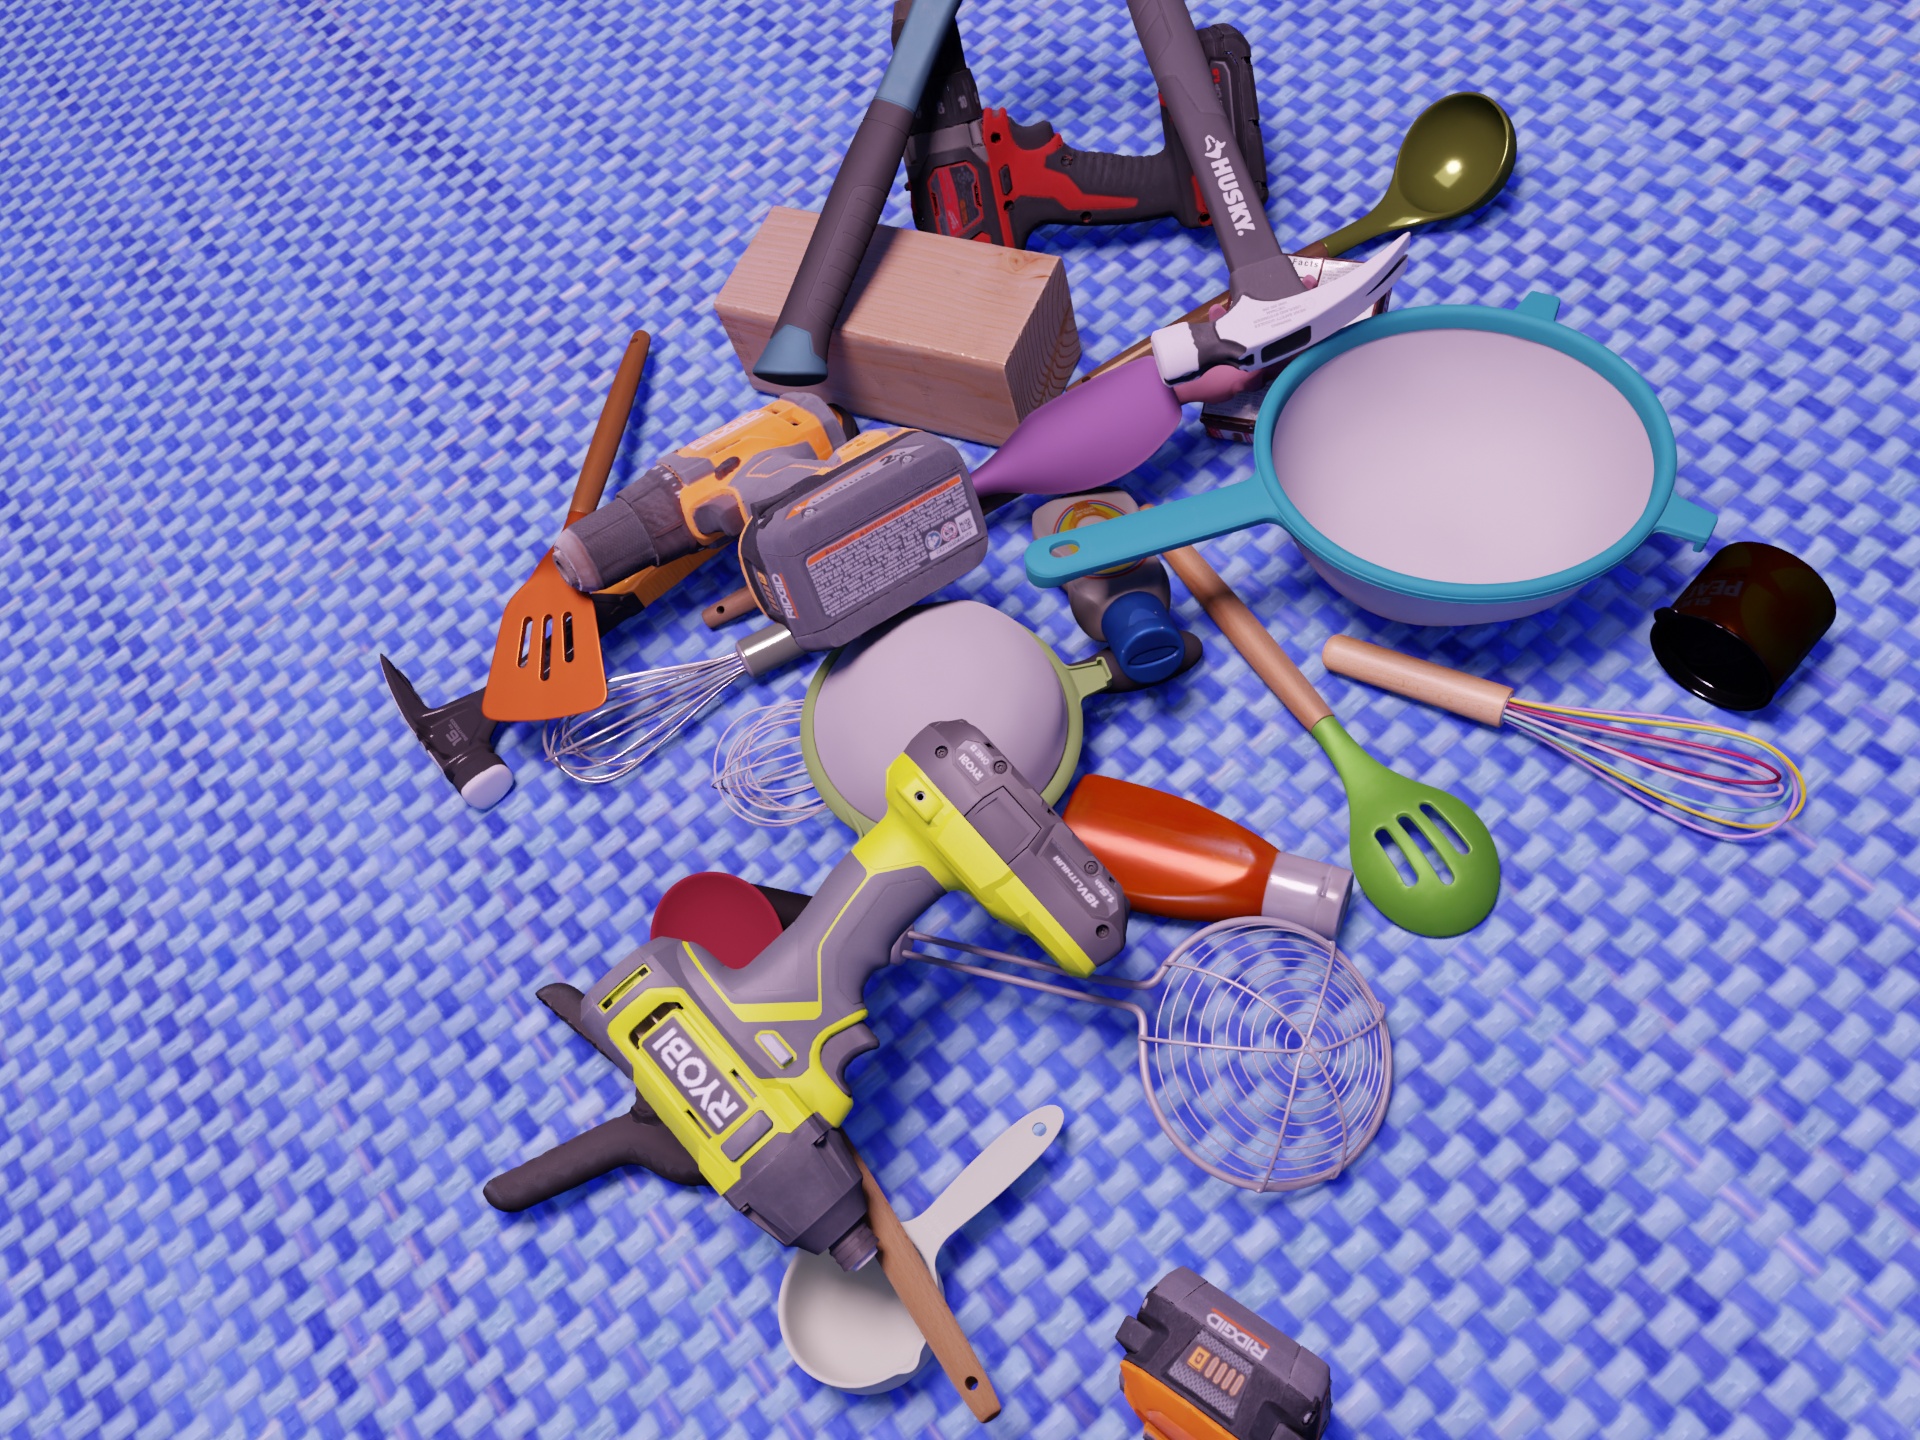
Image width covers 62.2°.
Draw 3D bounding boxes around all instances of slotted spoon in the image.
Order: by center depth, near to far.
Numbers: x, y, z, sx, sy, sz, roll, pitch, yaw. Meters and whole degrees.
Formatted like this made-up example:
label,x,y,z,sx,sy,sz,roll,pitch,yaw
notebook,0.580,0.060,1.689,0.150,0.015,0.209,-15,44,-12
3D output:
label,x,y,z,sx,sy,sz,roll,pitch,yaw
slotted spoon,0.180,-0.015,0.863,0.070,0.031,0.314,-32,57,-2

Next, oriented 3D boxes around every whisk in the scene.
label,x,y,z,sx,sy,sz,roll,pitch,yaw
whisk,0.303,-0.003,0.815,0.245,0.047,0.051,22,69,28
whisk,-0.001,-0.003,0.885,0.284,0.070,0.070,-16,58,-1
whisk,-0.135,-0.032,0.944,0.246,0.059,0.058,-27,95,-6

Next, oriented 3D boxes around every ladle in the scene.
label,x,y,z,sx,sy,sz,roll,pitch,yaw
ladle,-0.066,0.195,0.767,0.069,0.031,0.316,-34,55,-7
ladle,0.204,-0.290,0.997,0.320,0.062,0.078,-30,58,-1

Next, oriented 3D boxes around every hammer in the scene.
label,x,y,z,sx,sy,sz,roll,pitch,yaw
hammer,0.140,-0.354,0.913,0.146,0.035,0.335,-17,70,6
hammer,-0.044,-0.353,0.952,0.128,0.033,0.331,22,90,10
hammer,-0.203,-0.092,1.000,0.337,0.034,0.127,-40,60,-10

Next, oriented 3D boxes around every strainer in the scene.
label,x,y,z,sx,sy,sz,roll,pitch,yaw
strainer,-0.032,0.033,0.801,0.151,0.069,0.256,20,64,11
strainer,0.203,-0.103,0.856,0.340,0.095,0.211,-16,54,-1

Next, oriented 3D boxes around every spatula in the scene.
label,x,y,z,sx,sy,sz,roll,pitch,yaw
spatula,-0.017,-0.123,0.942,0.316,0.018,0.060,-24,84,14
spatula,-0.231,-0.136,1.002,0.081,0.041,0.323,-6,49,14

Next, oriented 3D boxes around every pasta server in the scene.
label,x,y,z,sx,sy,sz,roll,pitch,yaw
pasta server,0.071,-0.165,0.937,0.316,0.040,0.060,-28,82,11

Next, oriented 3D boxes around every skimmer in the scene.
label,x,y,z,sx,sy,sz,roll,pitch,yaw
skimmer,0.033,0.137,0.812,0.363,0.090,0.127,9,68,30

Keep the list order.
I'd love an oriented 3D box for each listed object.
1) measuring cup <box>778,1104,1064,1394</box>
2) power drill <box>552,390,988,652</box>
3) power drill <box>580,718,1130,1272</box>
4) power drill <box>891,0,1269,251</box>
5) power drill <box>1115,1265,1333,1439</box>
label,x,y,z,sx,sy,sz,roll,pitch,yaw
measuring cup,-0.011,0.247,0.757,0.167,0.038,0.083,-40,57,-16
power drill,-0.113,-0.108,0.875,0.185,0.084,0.226,-32,32,-20
power drill,-0.037,0.123,0.726,0.223,0.080,0.171,-42,82,-4
power drill,0.070,-0.384,1.016,0.226,0.187,0.080,-11,24,6
power drill,0.056,0.333,0.615,0.084,0.164,0.226,28,69,27
